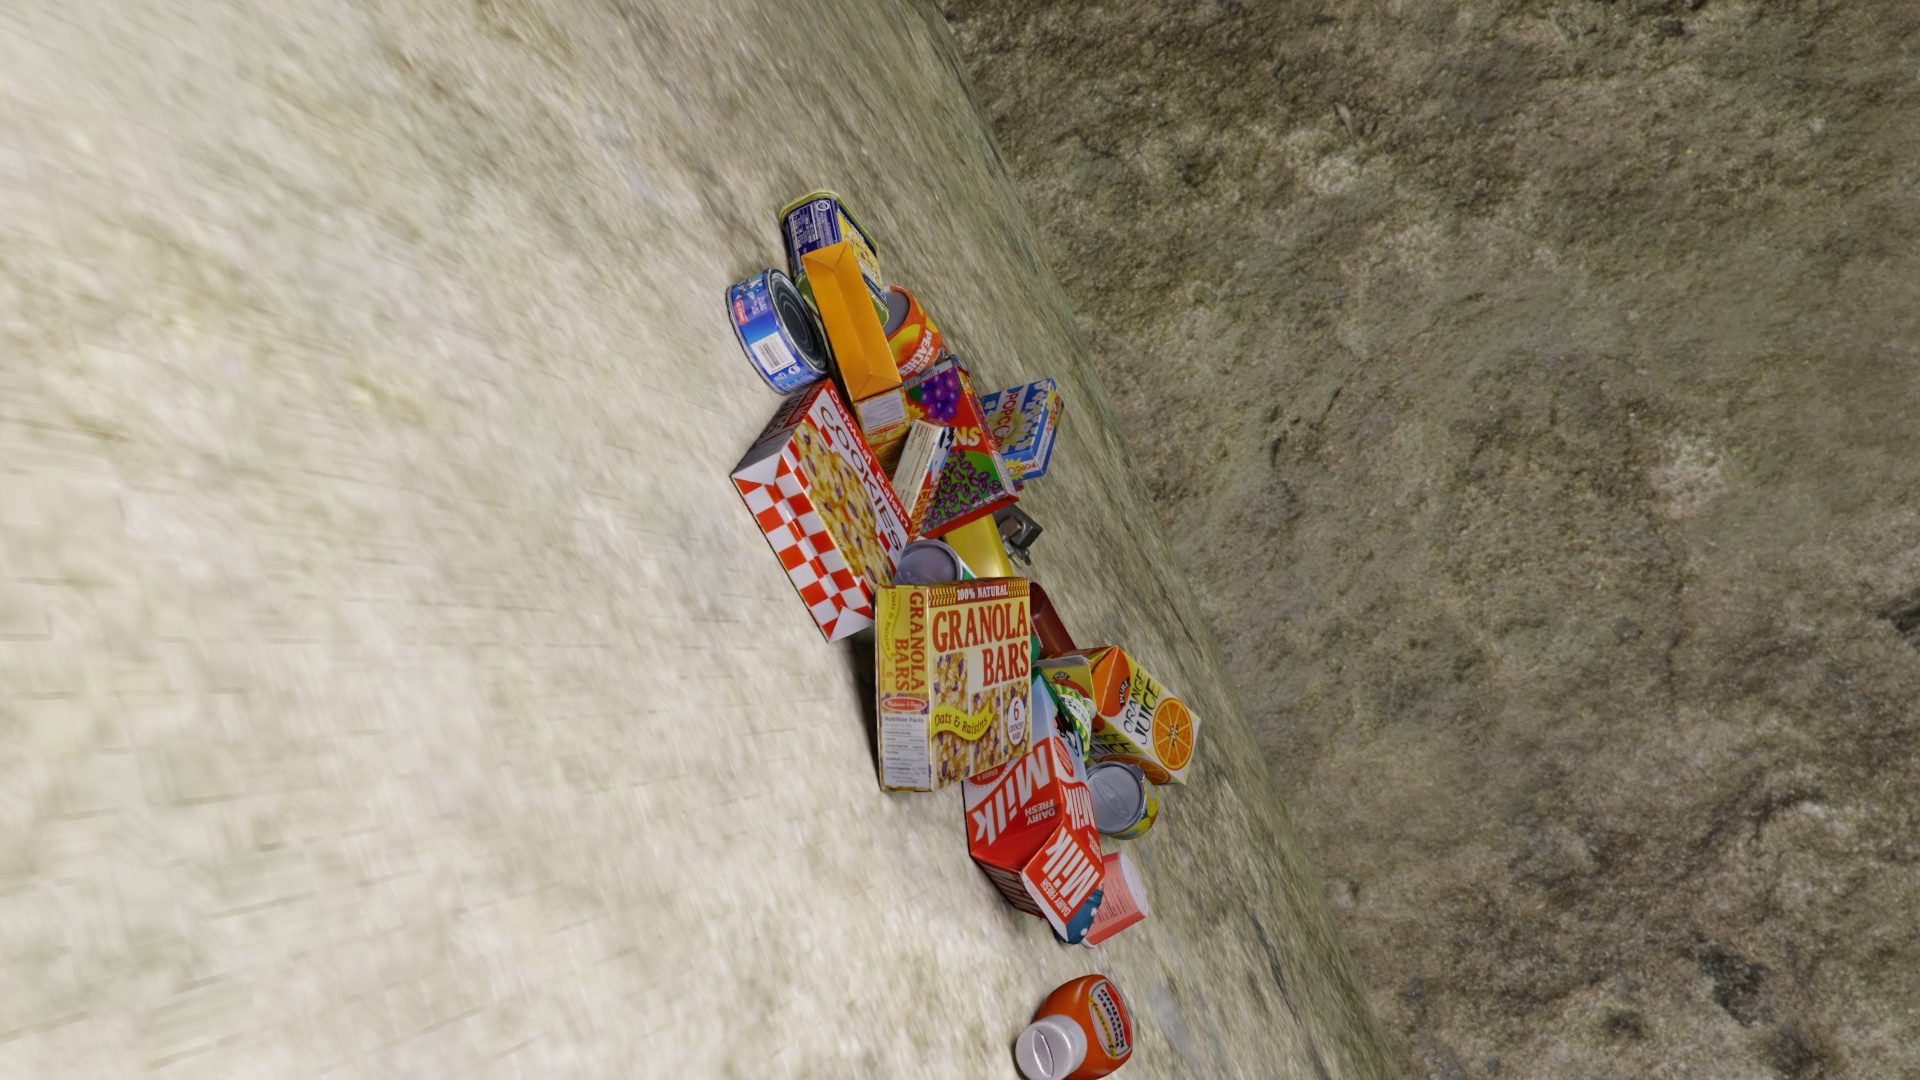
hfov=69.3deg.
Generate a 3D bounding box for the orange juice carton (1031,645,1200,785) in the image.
[{"bbox_3d":[0.139,0.156,1.294,0.192,0.071,0.073,41,55,-35],"label":"orange juice carton"}]

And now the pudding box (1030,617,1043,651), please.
[{"bbox_3d":[0.044,0.069,1.266,0.083,0.030,0.050,67,12,4],"label":"pudding box"}]

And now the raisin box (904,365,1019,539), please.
[{"bbox_3d":[-0.013,-0.074,1.176,0.123,0.086,0.040,69,15,13],"label":"raisin box"}]

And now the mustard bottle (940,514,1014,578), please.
[{"bbox_3d":[0.004,-0.015,1.220,0.065,0.049,0.161,55,14,-66],"label":"mustard bottle"}]

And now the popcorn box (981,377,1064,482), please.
[{"bbox_3d":[0.053,-0.108,1.425,0.038,0.085,0.127,60,31,-31],"label":"popcorn box"}]

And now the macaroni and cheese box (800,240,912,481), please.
[{"bbox_3d":[-0.073,-0.128,1.041,0.166,0.040,0.124,82,-11,-71],"label":"macaroni and cheese box"}]

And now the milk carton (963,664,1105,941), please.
[{"bbox_3d":[0.049,0.187,0.984,0.072,0.073,0.191,56,17,-36],"label":"milk carton"}]

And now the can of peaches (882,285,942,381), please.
[{"bbox_3d":[-0.057,-0.184,1.238,0.058,0.071,0.071,49,21,-50],"label":"can of peaches"}]

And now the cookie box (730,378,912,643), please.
[{"bbox_3d":[-0.086,-0.025,0.909,0.122,0.040,0.168,61,15,-17],"label":"cookie box"}]

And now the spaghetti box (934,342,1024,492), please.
[{"bbox_3d":[0.002,-0.147,1.487,0.249,0.028,0.050,55,17,-39],"label":"spaghetti box"}]

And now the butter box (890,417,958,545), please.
[{"bbox_3d":[-0.035,-0.041,1.032,0.024,0.103,0.053,22,8,10],"label":"butter box"}]

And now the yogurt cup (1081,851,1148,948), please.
[{"bbox_3d":[0.115,0.284,1.110,0.072,0.054,0.073,59,15,-25],"label":"yogurt cup"}]

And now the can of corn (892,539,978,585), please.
[{"bbox_3d":[-0.020,0.043,0.996,0.058,0.071,0.071,49,21,-53],"label":"can of corn"}]

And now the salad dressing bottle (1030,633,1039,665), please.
[{"bbox_3d":[0.034,0.090,1.165,0.064,0.044,0.147,67,12,12],"label":"salad dressing bottle"}]

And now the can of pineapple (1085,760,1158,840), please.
[{"bbox_3d":[0.146,0.239,1.275,0.057,0.071,0.071,41,28,-63],"label":"can of pineapple"}]

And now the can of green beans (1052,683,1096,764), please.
[{"bbox_3d":[0.075,0.160,1.147,0.071,0.071,0.058,63,13,-12],"label":"can of green beans"}]

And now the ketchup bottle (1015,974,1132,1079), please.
[{"bbox_3d":[0.074,0.323,0.905,0.148,0.043,0.065,29,39,-68],"label":"ketchup bottle"}]

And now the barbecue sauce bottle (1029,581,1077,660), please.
[{"bbox_3d":[0.093,0.113,1.349,0.148,0.043,0.065,59,15,-28],"label":"barbecue sauce bottle"}]

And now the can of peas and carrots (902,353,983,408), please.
[{"bbox_3d":[-0.018,-0.135,1.326,0.070,0.058,0.071,60,14,-25],"label":"can of peas and carrots"}]

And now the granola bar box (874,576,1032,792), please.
[{"bbox_3d":[-0.001,0.088,0.901,0.166,0.039,0.124,0,89,-66],"label":"granola bar box"}]
